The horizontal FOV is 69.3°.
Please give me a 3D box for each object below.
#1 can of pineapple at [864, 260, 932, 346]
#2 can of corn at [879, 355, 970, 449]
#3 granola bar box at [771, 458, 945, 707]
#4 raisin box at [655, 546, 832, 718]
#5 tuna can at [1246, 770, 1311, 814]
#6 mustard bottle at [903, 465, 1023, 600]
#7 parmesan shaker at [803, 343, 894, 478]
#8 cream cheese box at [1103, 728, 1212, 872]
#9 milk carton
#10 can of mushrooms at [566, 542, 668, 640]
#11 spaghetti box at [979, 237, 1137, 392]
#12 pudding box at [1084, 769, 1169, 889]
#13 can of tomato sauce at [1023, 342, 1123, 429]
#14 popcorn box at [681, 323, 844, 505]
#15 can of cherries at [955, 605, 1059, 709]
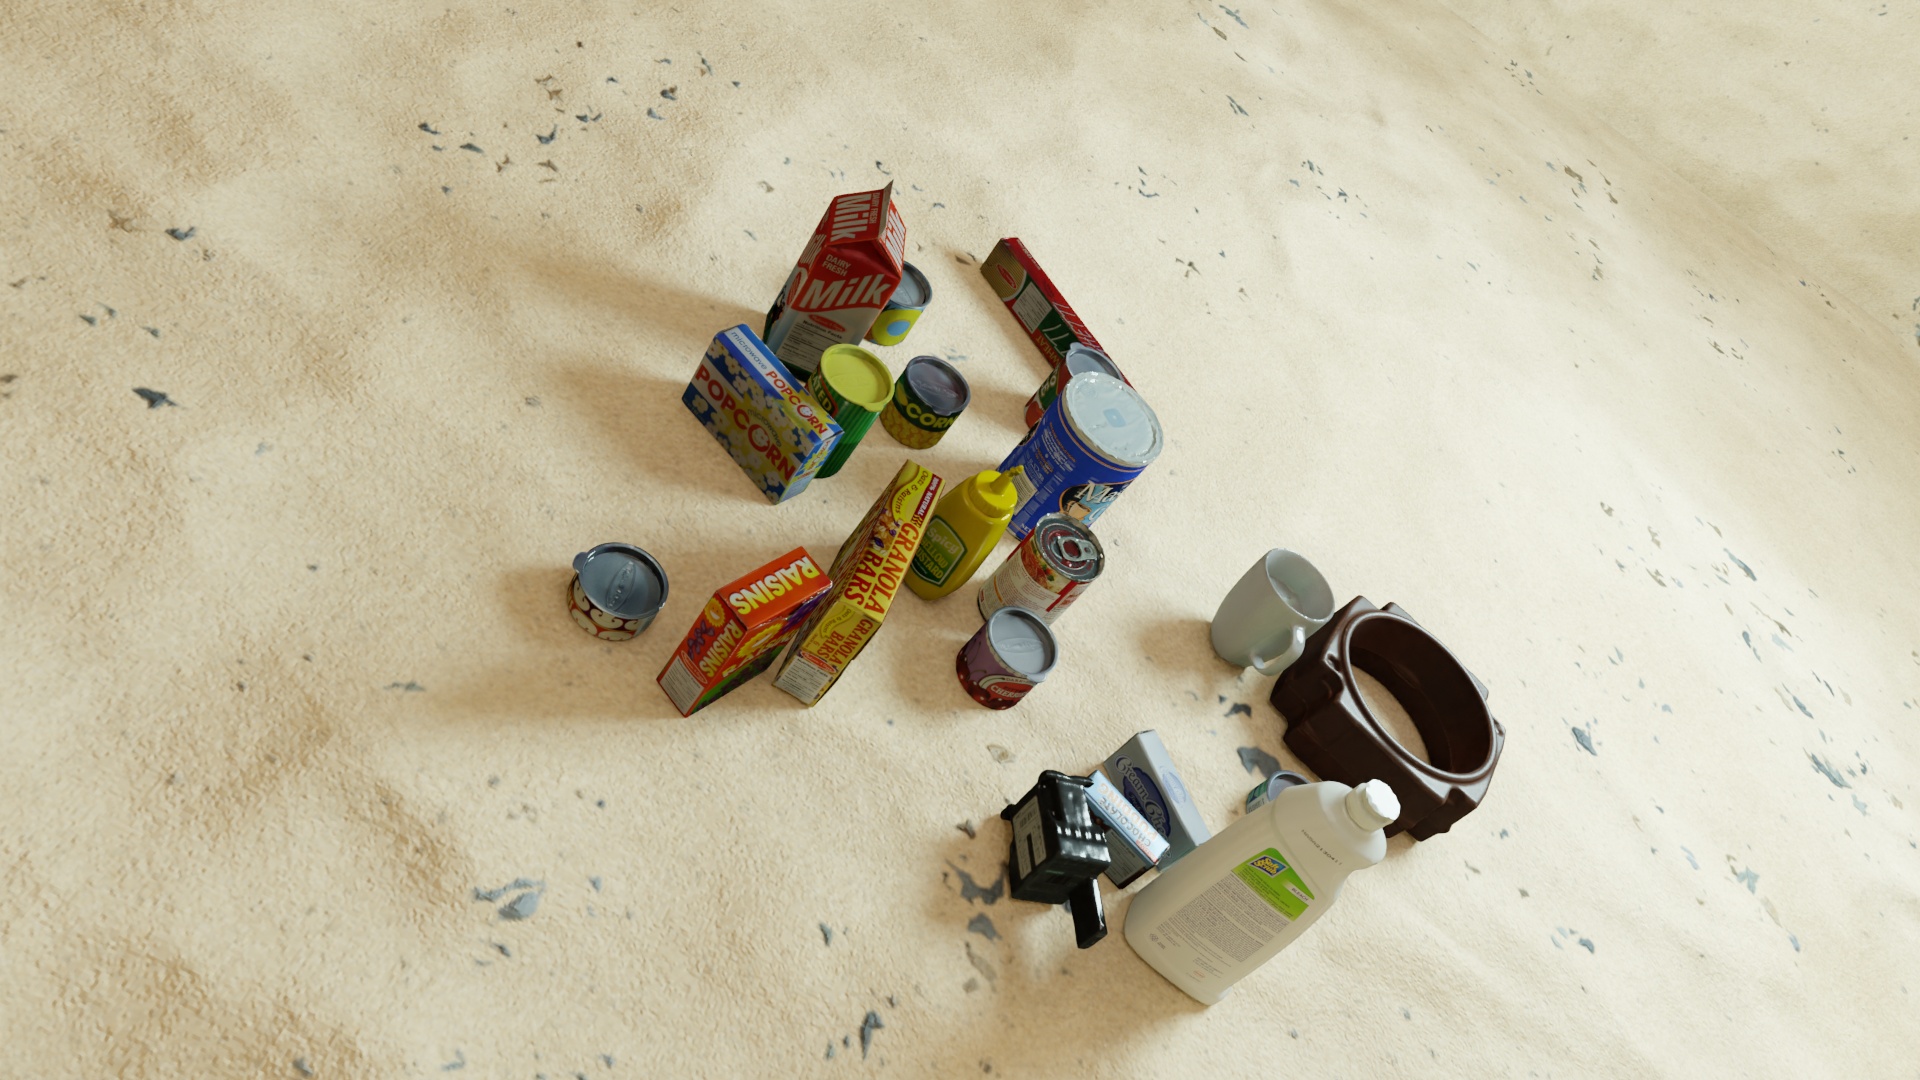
[{"bbox_3d":[-0.070,-0.229,1.330,0.071,0.057,0.071,19,46,-21],"label":"can of pineapple"},{"bbox_3d":[-0.033,-0.124,1.267,0.071,0.058,0.071,19,46,-21],"label":"can of corn"},{"bbox_3d":[-0.075,0.031,1.059,0.039,0.123,0.166,32,43,-9],"label":"granola bar box"},{"bbox_3d":[-0.153,0.065,0.978,0.040,0.122,0.086,50,43,10],"label":"raisin box"},{"bbox_3d":[0.285,0.236,1.207,0.071,0.032,0.071,19,46,-21],"label":"tuna can"},{"bbox_3d":[0.004,-0.014,1.127,0.065,0.159,0.049,48,43,8],"label":"mustard bottle"},{"bbox_3d":[-0.107,-0.105,1.167,0.071,0.102,0.072,19,46,-21],"label":"parmesan shaker"},{"bbox_3d":[0.159,0.211,1.125,0.024,0.053,0.104,-6,59,-38],"label":"cream cheese box"},{"bbox_3d":[-0.104,-0.225,1.206,0.073,0.189,0.073,21,46,-19],"label":"milk carton"},{"bbox_3d":[-0.249,0.036,1.001,0.071,0.033,0.071,19,46,-21],"label":"can of mushrooms"},{"bbox_3d":[0.108,-0.208,1.442,0.029,0.050,0.250,-19,68,-43],"label":"spaghetti box"},{"bbox_3d":[0.116,0.226,1.085,0.084,0.049,0.030,46,43,6],"label":"pudding box"},{"bbox_3d":[0.109,-0.140,1.362,0.071,0.082,0.071,19,46,-21],"label":"can of tomato sauce"},{"bbox_3d":[-0.164,-0.103,1.139,0.127,0.084,0.038,48,43,8],"label":"popcorn box"},{"bbox_3d":[0.038,0.098,1.131,0.071,0.058,0.072,19,46,-21],"label":"can of cherries"}]
